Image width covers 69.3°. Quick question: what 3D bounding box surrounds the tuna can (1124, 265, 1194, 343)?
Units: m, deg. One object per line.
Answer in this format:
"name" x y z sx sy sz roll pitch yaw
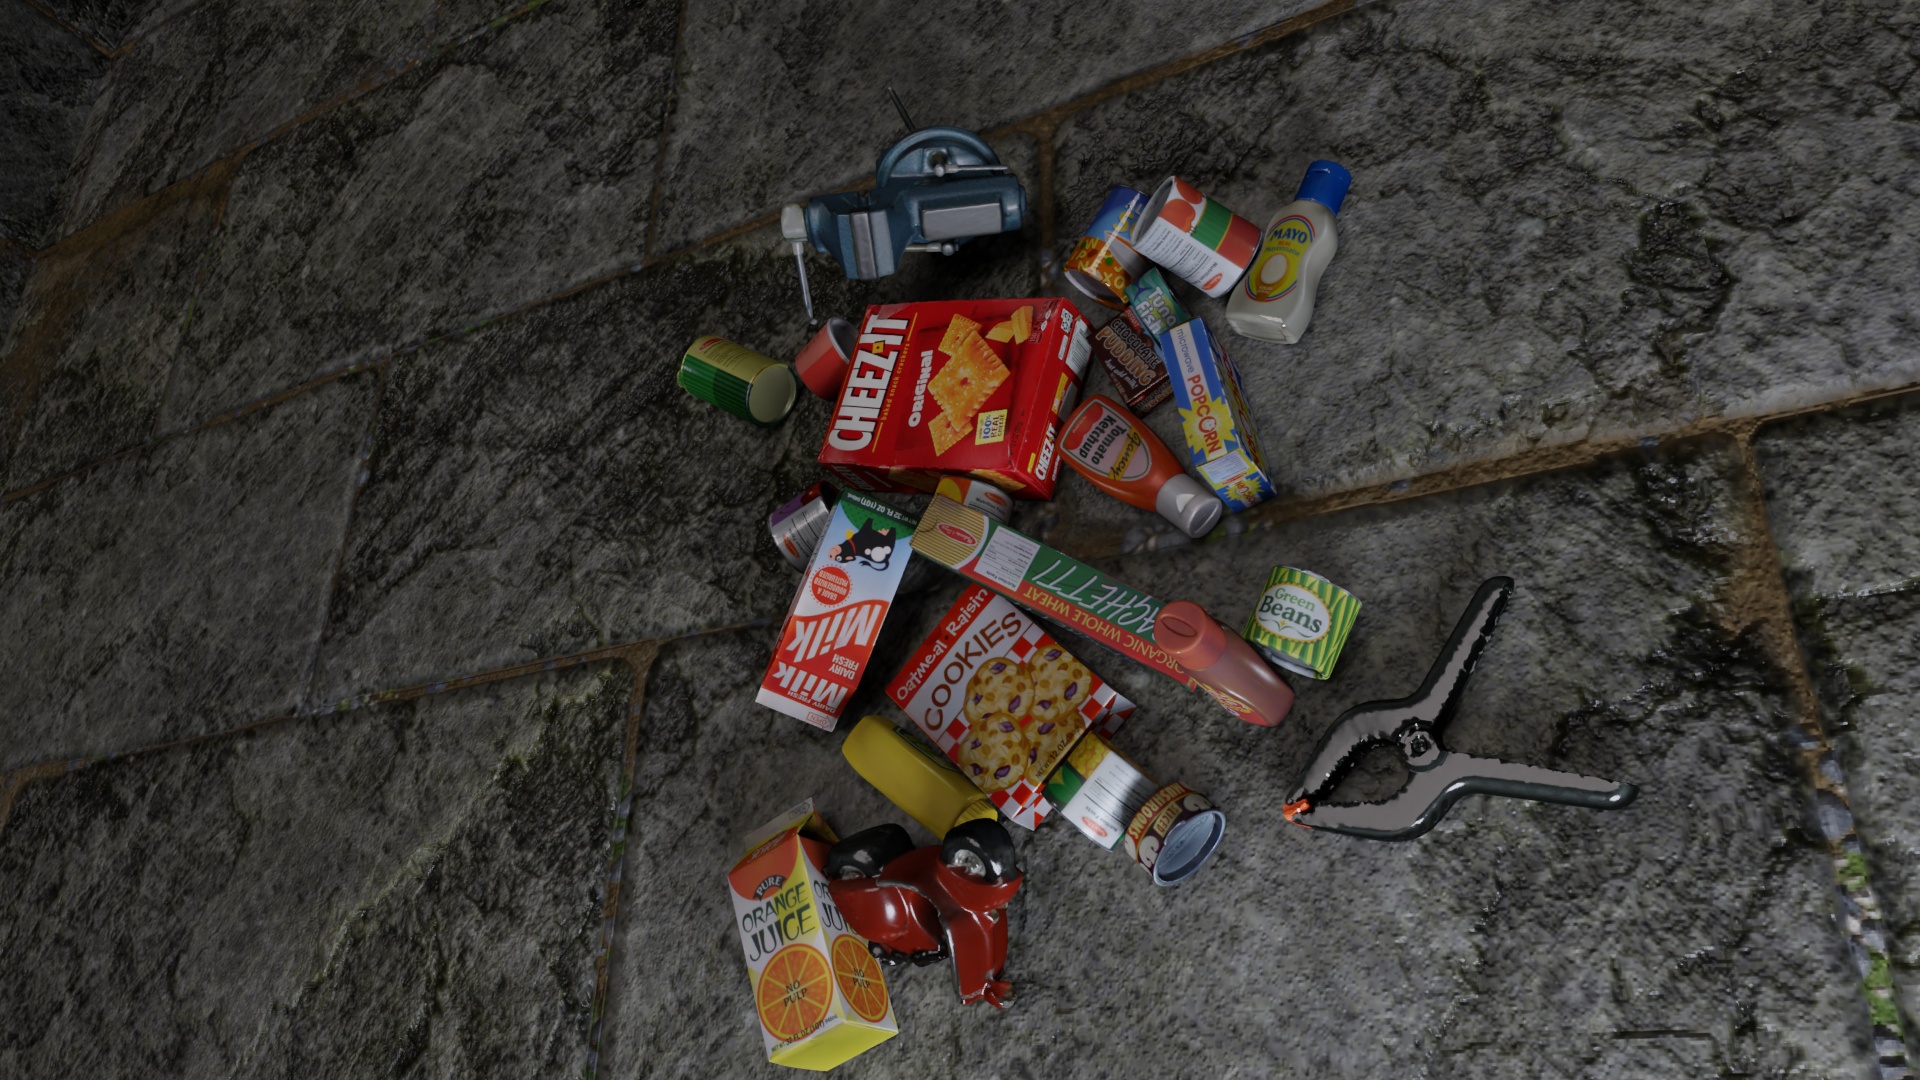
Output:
"tuna can" 0.164 -0.187 1.125 0.032 0.071 0.071 -36 53 15

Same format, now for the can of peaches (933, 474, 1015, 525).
"can of peaches" 0.004 -0.014 1.146 0.071 0.071 0.058 10 74 35

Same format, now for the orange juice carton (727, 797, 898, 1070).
"orange juice carton" -0.119 0.297 1.066 0.071 0.073 0.193 -33 54 16

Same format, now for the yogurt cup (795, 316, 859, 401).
"yogurt cup" -0.117 -0.167 1.299 0.053 0.072 0.073 -35 53 24

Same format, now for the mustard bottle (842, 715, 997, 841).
"mustard bottle" -0.019 0.194 1.063 0.160 0.065 0.049 33 88 31

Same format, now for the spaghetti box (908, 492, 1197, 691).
"spaghetti box" 0.077 0.038 1.054 0.250 0.028 0.050 27 83 21

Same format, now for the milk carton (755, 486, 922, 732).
"milk carton" -0.101 0.057 1.150 0.073 0.072 0.190 170 123 -80

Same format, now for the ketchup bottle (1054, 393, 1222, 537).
"ketchup bottle" 0.142 -0.055 1.092 0.064 0.043 0.149 -52 52 5

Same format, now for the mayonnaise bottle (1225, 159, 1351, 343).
"mayonnaise bottle" 0.265 -0.229 1.100 0.065 0.041 0.148 18 78 39

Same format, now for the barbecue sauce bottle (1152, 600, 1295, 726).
"barbecue sauce bottle" 0.175 0.081 0.937 0.065 0.148 0.043 29 84 38

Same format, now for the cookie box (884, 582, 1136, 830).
"cookie box" 0.034 0.121 1.076 0.123 0.040 0.168 -51 51 1

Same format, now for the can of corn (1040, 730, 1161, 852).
"can of corn" 0.100 0.177 0.992 0.058 0.071 0.071 -51 51 1

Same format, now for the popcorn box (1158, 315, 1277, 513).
"popcorn box" 0.194 -0.096 1.052 0.038 0.085 0.127 -23 57 21

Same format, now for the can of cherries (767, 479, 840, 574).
"can of cherries" -0.127 -0.013 1.229 0.058 0.071 0.072 -34 54 14

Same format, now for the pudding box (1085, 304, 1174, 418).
"pudding box" 0.144 -0.147 1.144 0.049 0.030 0.084 -34 54 13

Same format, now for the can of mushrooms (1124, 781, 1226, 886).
"can of mushrooms" 0.146 0.199 0.948 0.071 0.071 0.033 -50 50 2

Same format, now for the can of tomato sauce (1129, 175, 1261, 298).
"can of tomato sauce" 0.188 -0.245 1.116 0.071 0.083 0.071 -57 12 20

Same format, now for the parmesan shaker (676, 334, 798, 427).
"parmesan shaker" -0.217 -0.153 1.350 0.103 0.071 0.071 26 83 38

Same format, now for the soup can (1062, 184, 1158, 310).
"soup can" 0.137 -0.246 1.173 0.071 0.071 0.084 29 86 38

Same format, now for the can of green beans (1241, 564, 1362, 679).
"can of green beans" 0.236 0.057 0.963 0.071 0.071 0.058 21 80 37
